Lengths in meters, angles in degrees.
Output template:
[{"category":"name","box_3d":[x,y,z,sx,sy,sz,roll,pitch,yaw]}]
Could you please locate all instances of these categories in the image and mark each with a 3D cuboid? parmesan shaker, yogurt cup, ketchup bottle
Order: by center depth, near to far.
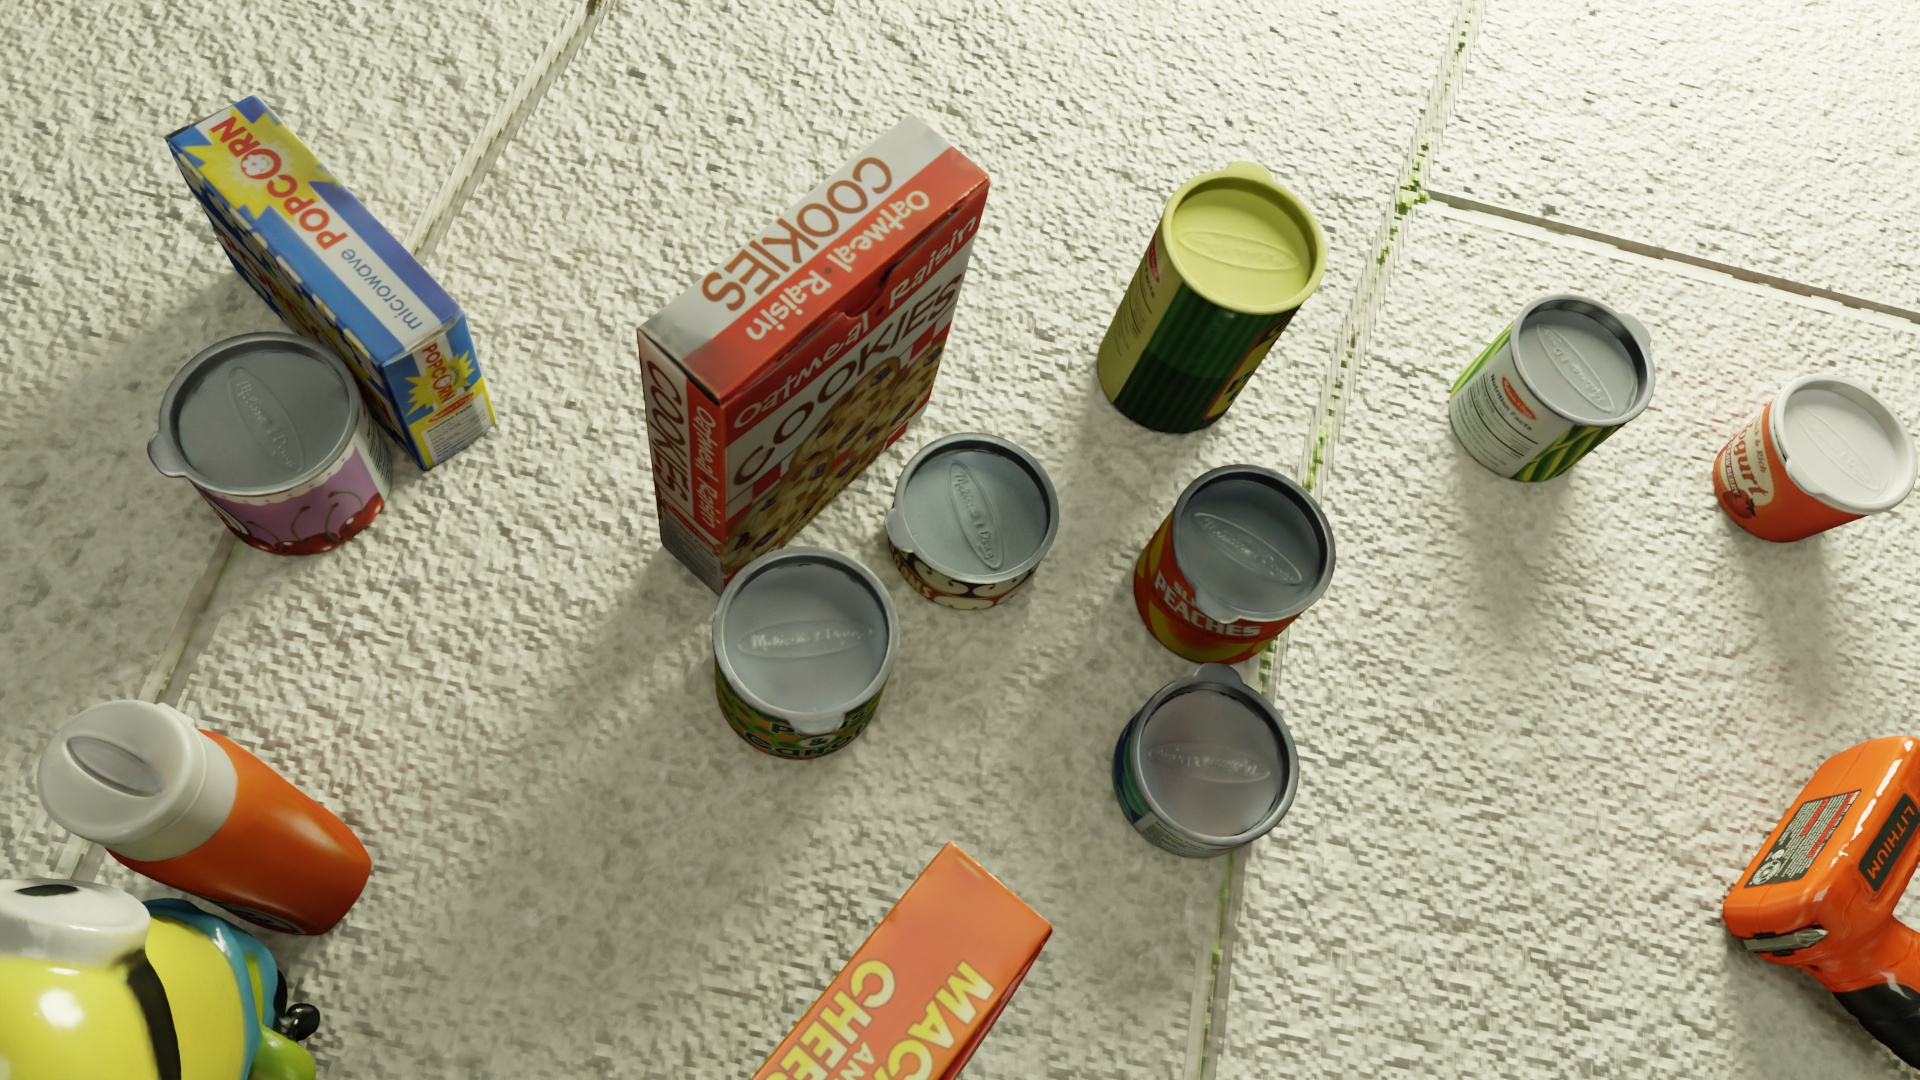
[{"category":"ketchup bottle","box_3d":[-0.226,0.084,0.420,0.065,0.148,0.044,27,66,2]},{"category":"parmesan shaker","box_3d":[0.102,-0.098,0.579,0.071,0.102,0.071,4,67,-8]},{"category":"yogurt cup","box_3d":[0.381,-0.034,0.626,0.072,0.053,0.072,4,67,-8]}]

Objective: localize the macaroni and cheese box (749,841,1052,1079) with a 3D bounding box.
[{"category":"macaroni and cheese box","box_3d":[-0.038,0.161,0.409,0.040,0.165,0.124,39,67,8]}]

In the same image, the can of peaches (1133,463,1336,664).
[{"category":"can of peaches","box_3d":[0.107,0.013,0.557,0.071,0.057,0.071,4,67,-8]}]

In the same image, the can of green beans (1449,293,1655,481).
[{"category":"can of green beans","box_3d":[0.261,-0.067,0.618,0.071,0.057,0.071,4,67,-8]}]

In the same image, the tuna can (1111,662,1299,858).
[{"category":"tuna can","box_3d":[0.094,0.085,0.537,0.071,0.032,0.071,4,66,-8]}]

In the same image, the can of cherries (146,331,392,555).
[{"category":"can of cherries","box_3d":[-0.254,-0.034,0.516,0.071,0.058,0.072,4,67,-8]}]

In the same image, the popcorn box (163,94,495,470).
[{"category":"popcorn box","box_3d":[-0.236,-0.096,0.531,0.127,0.085,0.038,45,68,10]}]

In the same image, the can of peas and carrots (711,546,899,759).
[{"category":"can of peas and carrots","box_3d":[-0.058,0.045,0.515,0.071,0.058,0.071,4,67,-8]}]

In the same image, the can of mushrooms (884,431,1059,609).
[{"category":"can of mushrooms","box_3d":[0.002,-0.007,0.561,0.071,0.033,0.071,4,66,-8]}]

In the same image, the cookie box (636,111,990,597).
[{"category":"cookie box","box_3d":[-0.054,-0.058,0.500,0.040,0.166,0.123,41,67,9]}]
